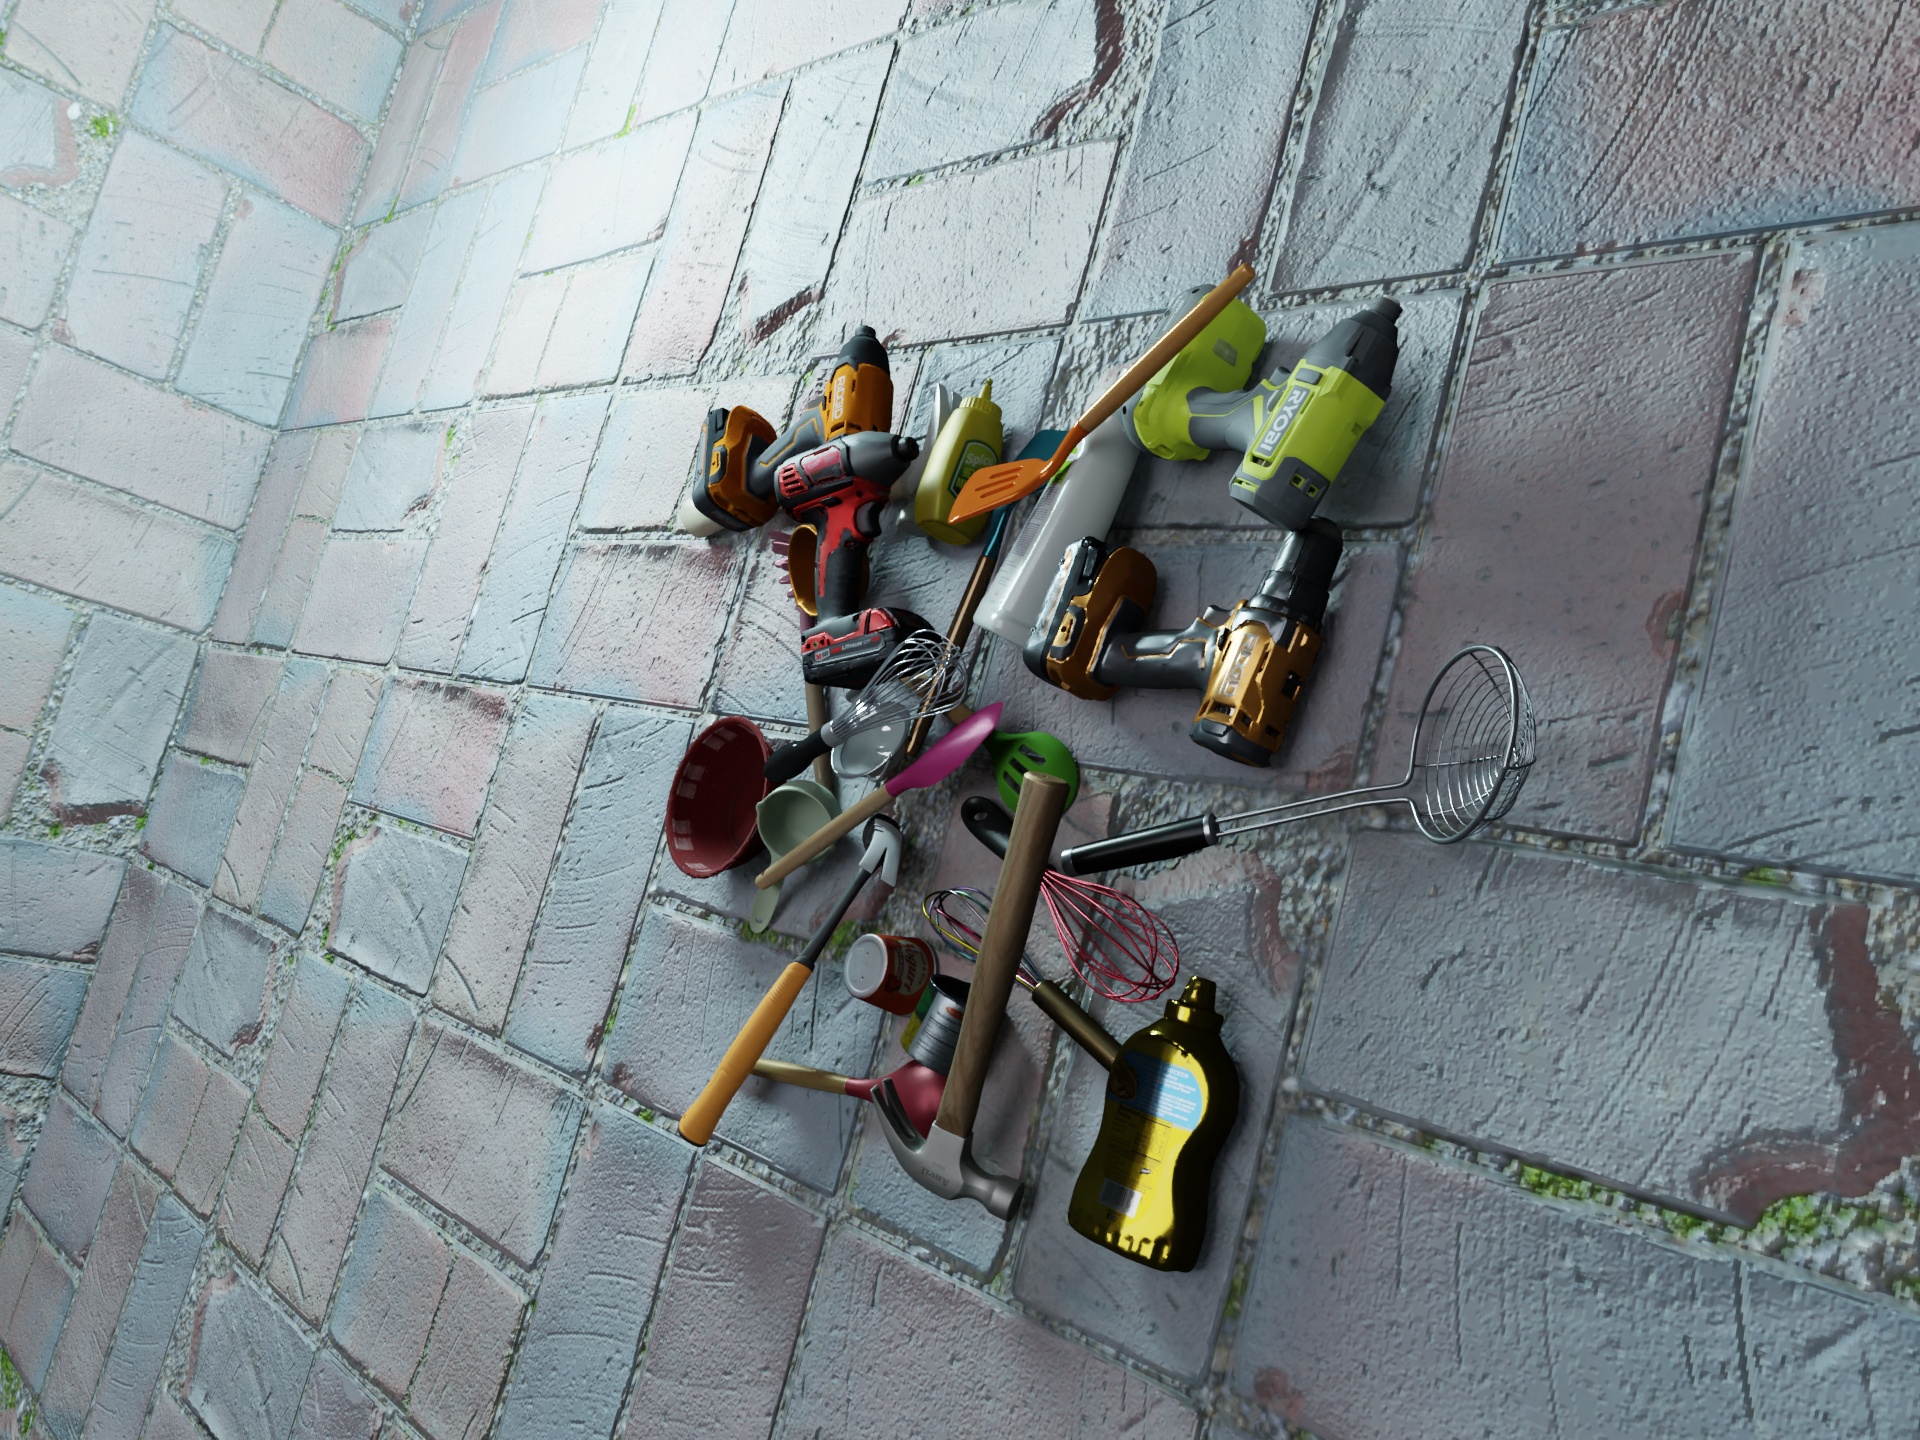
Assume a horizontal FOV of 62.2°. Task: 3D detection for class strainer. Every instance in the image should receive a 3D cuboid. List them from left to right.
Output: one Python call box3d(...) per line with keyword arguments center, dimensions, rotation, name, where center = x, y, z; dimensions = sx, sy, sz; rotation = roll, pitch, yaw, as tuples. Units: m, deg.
box3d(center=(-0.094, -0.020, 1.472), dimensions=(0.087, 0.050, 0.259), rotation=(-34, 44, 10), name="strainer")

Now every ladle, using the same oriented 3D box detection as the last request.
box3d(center=(-0.108, 0.308, 1.359), dimensions=(0.315, 0.031, 0.069), rotation=(-3, 71, 47), name="ladle")

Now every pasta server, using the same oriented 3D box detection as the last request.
box3d(center=(-0.152, -0.050, 1.544), dimensions=(0.040, 0.060, 0.316), rotation=(-7, 63, -3), name="pasta server")

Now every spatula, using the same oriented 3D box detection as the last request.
box3d(center=(0.024, -0.113, 1.380), dimensions=(0.082, 0.044, 0.317), rotation=(22, 89, 48), name="spatula")
box3d(center=(0.106, -0.250, 1.238), dimensions=(0.322, 0.041, 0.081), rotation=(-39, 19, 41), name="spatula")

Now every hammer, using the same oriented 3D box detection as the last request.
box3d(center=(-0.151, 0.237, 1.378), dimensions=(0.337, 0.034, 0.127), rotation=(-57, 8, 12), name="hammer")
box3d(center=(-0.156, -0.245, 1.631), dimensions=(0.411, 0.038, 0.146), rotation=(0, 72, 46), name="hammer")
box3d(center=(0.020, 0.197, 1.175), dimensions=(0.130, 0.031, 0.331), rotation=(18, 101, 21), name="hammer")

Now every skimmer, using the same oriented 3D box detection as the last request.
box3d(center=(0.209, 0.047, 1.065), dimensions=(0.363, 0.090, 0.127), rotation=(-17, 52, 32), name="skimmer")

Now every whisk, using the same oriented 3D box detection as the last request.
box3d(center=(-0.088, 0.000, 1.374), dimensions=(0.284, 0.070, 0.070), rotation=(-31, 53, 44), name="whisk")
box3d(center=(0.047, 0.199, 1.231), dimensions=(0.245, 0.047, 0.051), rotation=(38, 101, 44), name="whisk")
box3d(center=(0.075, 0.130, 1.222), dimensions=(0.073, 0.073, 0.296), rotation=(-60, 36, 9), name="whisk")

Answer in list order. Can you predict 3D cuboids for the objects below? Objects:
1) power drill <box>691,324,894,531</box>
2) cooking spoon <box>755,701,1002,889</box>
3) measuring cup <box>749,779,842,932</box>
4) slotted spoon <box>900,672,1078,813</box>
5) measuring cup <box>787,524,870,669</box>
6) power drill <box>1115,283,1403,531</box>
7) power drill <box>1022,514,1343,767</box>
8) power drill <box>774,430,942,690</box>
box3d(center=(-0.158, -0.290, 1.572), dimensions=(0.226, 0.084, 0.164), rotation=(-17, 58, 36), name="power drill")
box3d(center=(-0.076, 0.072, 1.374), dimensions=(0.319, 0.017, 0.069), rotation=(-36, 21, 33), name="cooking spoon")
box3d(center=(-0.160, 0.127, 1.475), dimensions=(0.083, 0.038, 0.167), rotation=(28, 119, 8), name="measuring cup")
box3d(center=(-0.002, -0.004, 1.379), dimensions=(0.314, 0.031, 0.070), rotation=(38, 100, 48), name="slotted spoon")
box3d(center=(-0.104, -0.115, 1.508), dimensions=(0.174, 0.052, 0.095), rotation=(58, 144, 27), name="measuring cup")
box3d(center=(0.222, -0.247, 1.179), dimensions=(0.171, 0.080, 0.223), rotation=(-59, 32, 6), name="power drill")
box3d(center=(0.172, -0.079, 1.194), dimensions=(0.226, 0.084, 0.185), rotation=(21, 87, 44), name="power drill")
box3d(center=(-0.087, -0.147, 1.413), dimensions=(0.143, 0.078, 0.220), rotation=(-15, 79, 31), name="power drill")
